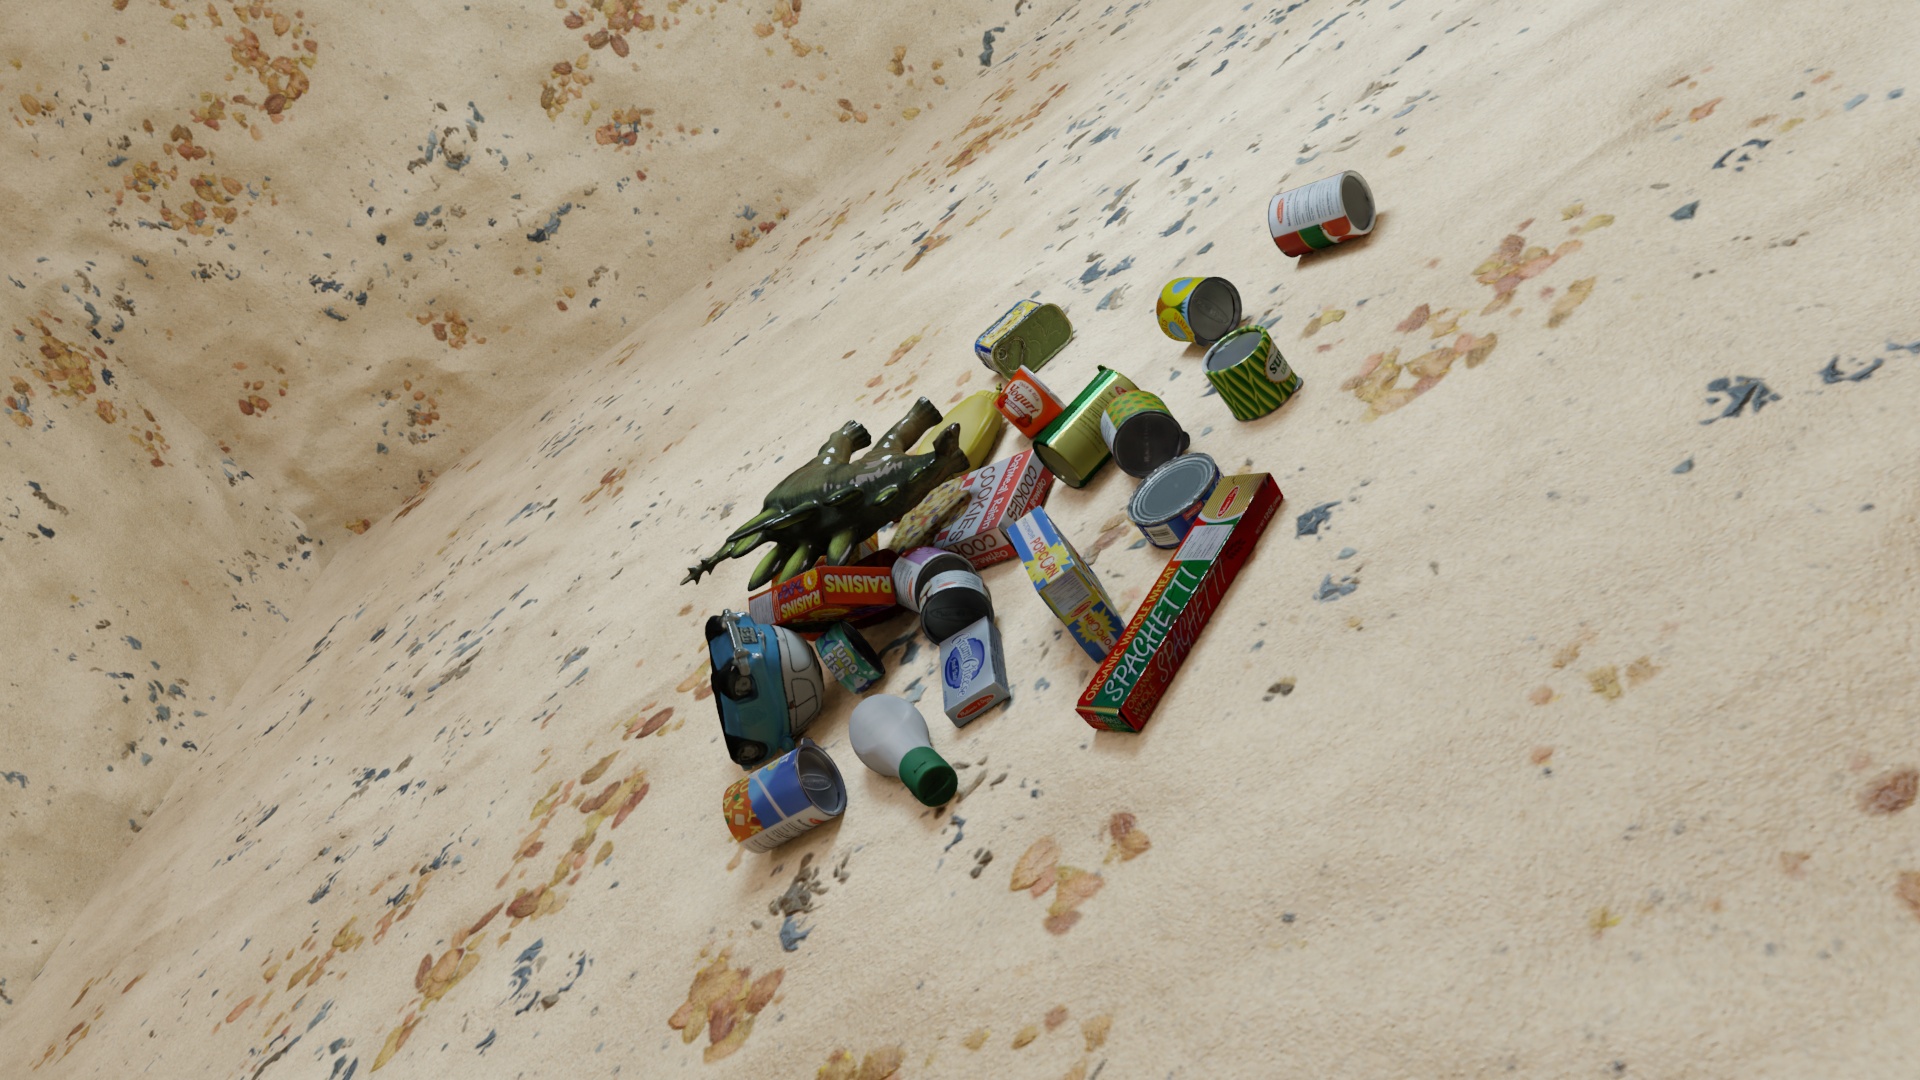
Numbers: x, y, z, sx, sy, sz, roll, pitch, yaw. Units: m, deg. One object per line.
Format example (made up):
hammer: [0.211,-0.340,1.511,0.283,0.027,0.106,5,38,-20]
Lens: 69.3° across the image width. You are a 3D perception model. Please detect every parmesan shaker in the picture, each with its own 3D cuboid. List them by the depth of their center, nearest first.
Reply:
parmesan shaker: [0.124,-0.110,1.339,0.103,0.071,0.071,-46,25,-12]

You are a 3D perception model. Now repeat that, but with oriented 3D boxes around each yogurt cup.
yogurt cup: [0.072,-0.146,1.482,0.054,0.072,0.072,-46,24,6]

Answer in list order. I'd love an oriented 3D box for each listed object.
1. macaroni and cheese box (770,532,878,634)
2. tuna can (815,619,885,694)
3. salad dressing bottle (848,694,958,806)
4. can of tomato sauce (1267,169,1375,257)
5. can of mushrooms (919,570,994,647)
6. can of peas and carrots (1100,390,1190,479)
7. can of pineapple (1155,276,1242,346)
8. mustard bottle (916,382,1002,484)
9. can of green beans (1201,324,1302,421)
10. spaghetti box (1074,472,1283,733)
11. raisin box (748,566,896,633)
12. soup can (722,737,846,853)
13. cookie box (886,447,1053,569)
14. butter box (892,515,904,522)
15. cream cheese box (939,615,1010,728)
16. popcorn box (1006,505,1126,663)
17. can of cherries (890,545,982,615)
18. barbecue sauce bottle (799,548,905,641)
macaroni and cheese box: [-0.149,0.029,1.525,0.123,0.040,0.167,-33,26,13]
tuna can: [-0.103,0.109,1.295,0.033,0.071,0.071,-39,25,5]
salad dressing bottle: [-0.047,0.173,1.142,0.064,0.044,0.148,-42,26,-8]
can of tomato sauce: [0.360,-0.323,1.378,0.083,0.071,0.071,-10,38,47]
can of mushrooms: [-0.004,0.064,1.239,0.071,0.071,0.033,-34,25,13]
can of peas and carrots: [0.168,-0.098,1.269,0.071,0.071,0.059,-35,25,10]
can of pineapple: [0.237,-0.229,1.389,0.071,0.071,0.058,-46,25,-12]
mustard bottle: [0.010,-0.121,1.533,0.065,0.048,0.161,19,52,24]
can of green beans: [0.257,-0.150,1.238,0.071,0.057,0.071,-31,26,18]
spaghetti box: [0.171,0.044,1.070,0.050,0.028,0.251,-4,43,52]
raisin box: [-0.132,0.058,1.315,0.123,0.086,0.040,-23,70,45]
soup can: [-0.150,0.217,1.179,0.083,0.071,0.072,-30,27,21]
cookie box: [0.005,-0.017,1.389,0.167,0.040,0.123,-20,31,38]
butter box: [-0.043,-0.065,1.552,0.053,0.024,0.104,-13,36,46]
cream cheese box: [0.011,0.111,1.186,0.053,0.024,0.104,-32,26,13]
popcorn box: [0.087,0.033,1.138,0.038,0.085,0.127,-36,25,7]
can of cherries: [-0.023,0.041,1.305,0.071,0.071,0.058,-47,25,-14]
barbecue sauce bottle: [-0.109,0.062,1.393,0.148,0.065,0.044,-29,9,41]
